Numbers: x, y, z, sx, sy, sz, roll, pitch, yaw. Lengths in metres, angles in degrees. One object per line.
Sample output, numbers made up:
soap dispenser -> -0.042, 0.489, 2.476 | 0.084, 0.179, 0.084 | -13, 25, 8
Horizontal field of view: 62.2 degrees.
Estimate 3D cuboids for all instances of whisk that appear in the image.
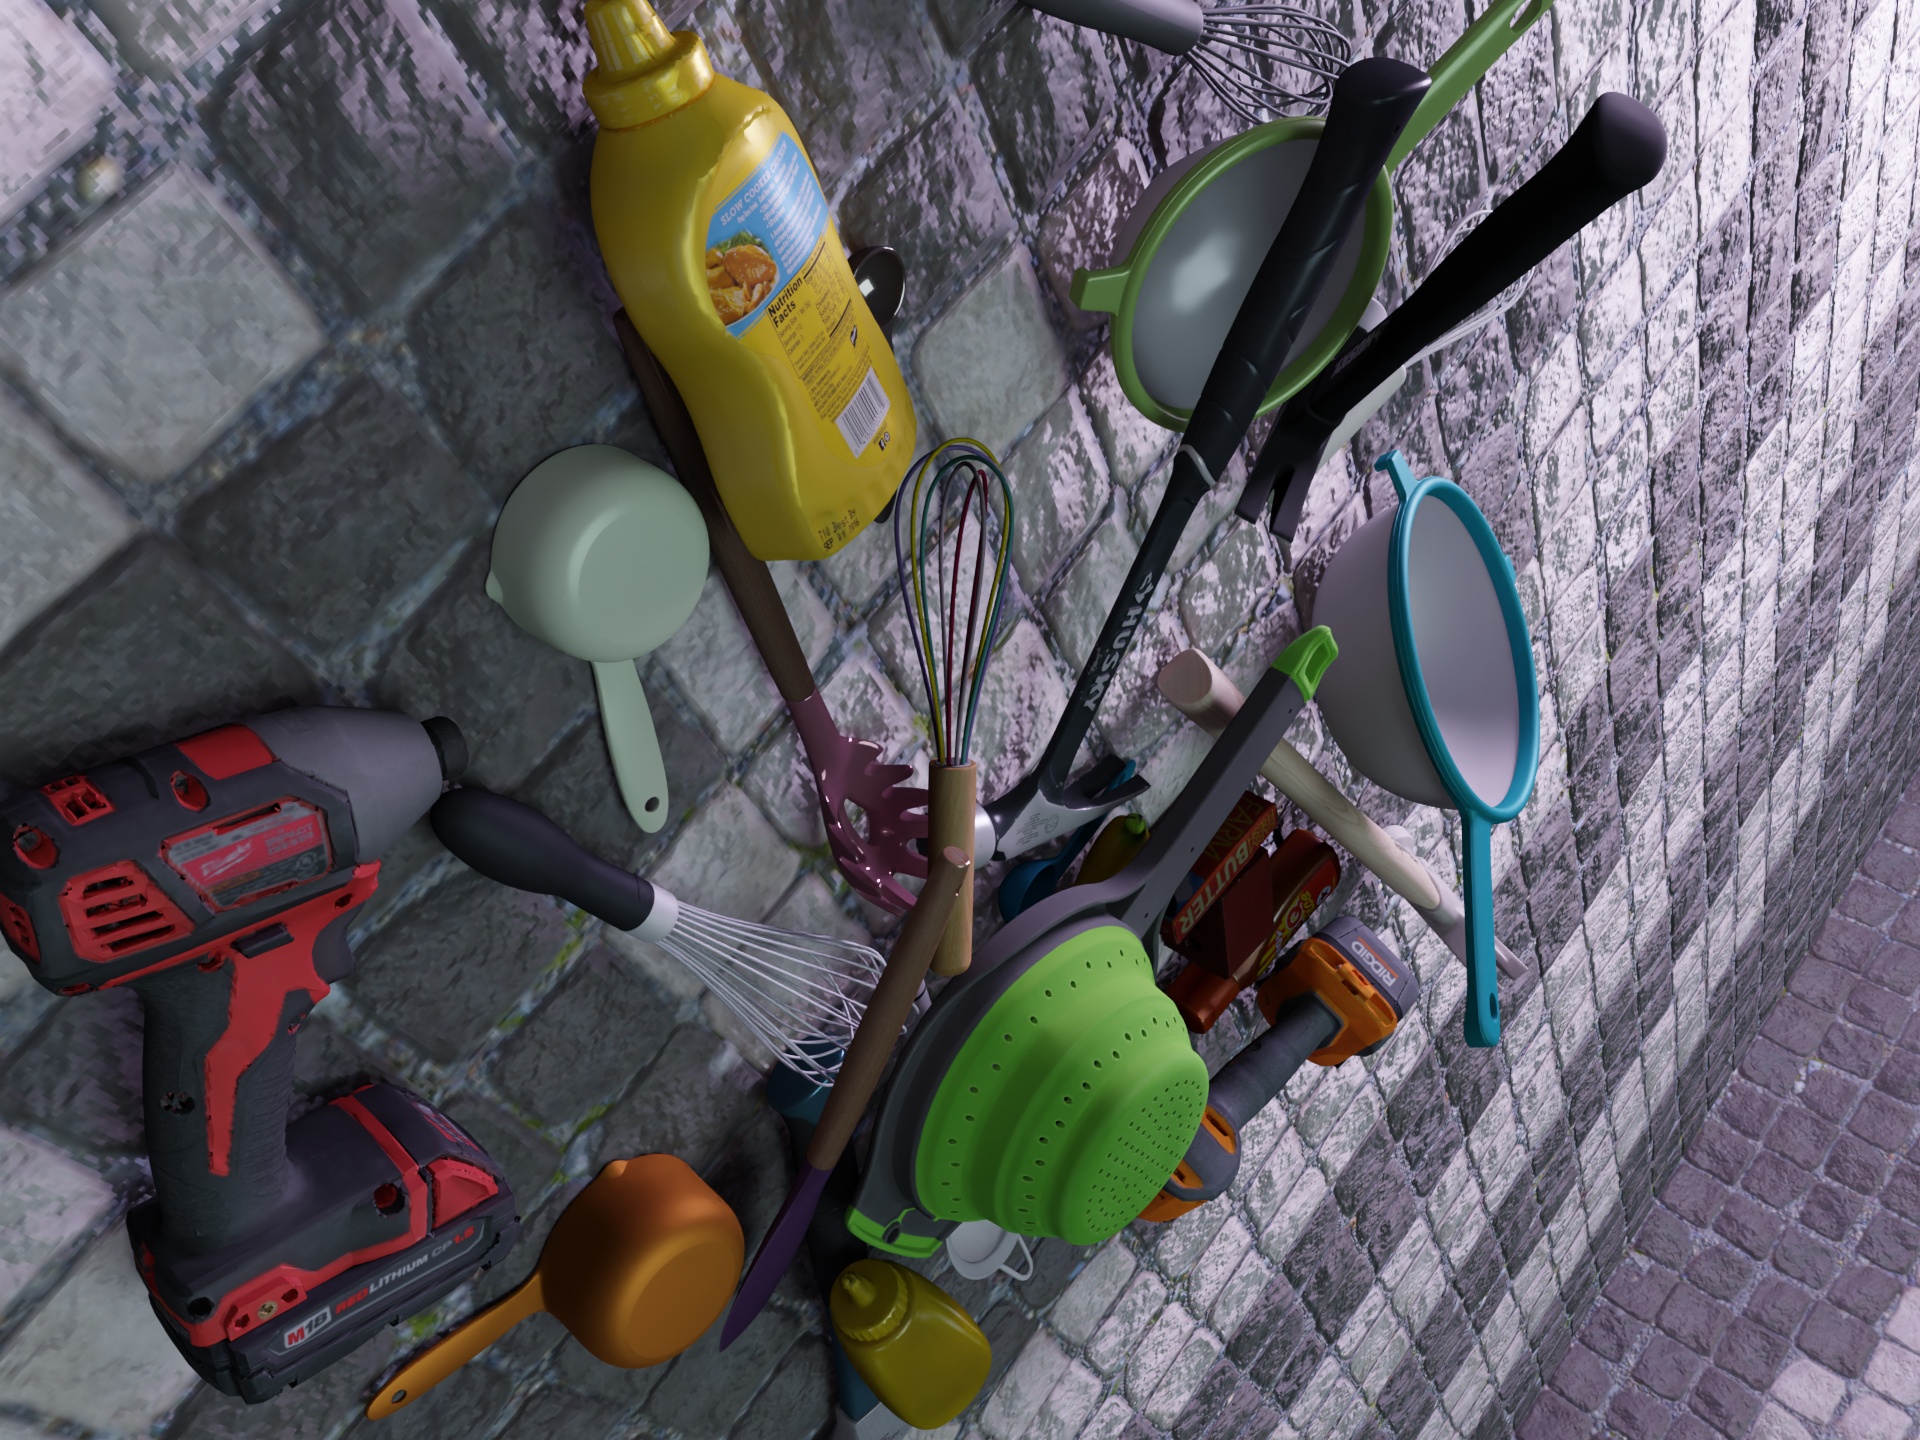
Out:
whisk -> 0.092, -0.297, 0.677 | 0.238, 0.055, 0.055 | -3, 114, -43
whisk -> -0.110, 0.090, 0.668 | 0.070, 0.070, 0.284 | -57, 137, -7
whisk -> 0.001, -0.002, 0.710 | 0.047, 0.051, 0.245 | -27, 122, -62
whisk -> 0.250, -0.208, 0.914 | 0.246, 0.058, 0.059 | -45, 105, -17

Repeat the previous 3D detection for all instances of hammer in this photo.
hammer -> 0.241, 0.064, 1.001 | 0.038, 0.146, 0.410 | -44, 138, 10
hammer -> -0.064, 0.299, 0.858 | 0.128, 0.033, 0.330 | -31, 132, -33
hammer -> 0.208, -0.179, 0.712 | 0.146, 0.035, 0.335 | -64, -176, -9
hammer -> 0.105, -0.100, 0.736 | 0.149, 0.036, 0.408 | -11, 134, -47

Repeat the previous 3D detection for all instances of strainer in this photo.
strainer -> 0.154, -0.249, 0.718 | 0.256, 0.069, 0.151 | -45, 142, 7
strainer -> -0.007, 0.218, 0.872 | 0.087, 0.050, 0.258 | -52, 139, -42
strainer -> 0.270, 0.025, 0.954 | 0.210, 0.095, 0.341 | 24, 62, -47

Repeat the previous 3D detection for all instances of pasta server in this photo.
pasta server -> -0.069, -0.031, 0.653 | 0.060, 0.040, 0.315 | -59, 145, -35

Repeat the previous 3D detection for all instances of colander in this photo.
colander -> 0.106, 0.127, 0.810 | 0.397, 0.095, 0.204 | -54, 146, -7

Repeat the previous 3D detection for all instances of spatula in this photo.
spatula -> -0.056, 0.181, 0.715 | 0.060, 0.018, 0.315 | -34, 152, -57

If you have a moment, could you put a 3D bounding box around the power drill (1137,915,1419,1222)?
power drill -> 0.186, 0.241, 1.051 | 0.226, 0.084, 0.164 | -38, 167, -24

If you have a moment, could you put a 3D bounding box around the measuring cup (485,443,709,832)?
measuring cup -> -0.121, -0.020, 0.595 | 0.083, 0.038, 0.167 | -32, 131, -34

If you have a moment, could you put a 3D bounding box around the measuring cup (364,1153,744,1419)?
measuring cup -> -0.170, 0.264, 0.697 | 0.173, 0.052, 0.095 | -27, 130, -40

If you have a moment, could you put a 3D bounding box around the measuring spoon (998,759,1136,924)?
measuring spoon -> 0.057, 0.063, 0.875 | 0.129, 0.021, 0.042 | -50, 152, -31

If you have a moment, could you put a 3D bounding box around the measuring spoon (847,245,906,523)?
measuring spoon -> -0.038, -0.135, 0.649 | 0.034, 0.018, 0.124 | -39, 144, -37

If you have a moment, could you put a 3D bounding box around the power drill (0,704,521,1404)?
power drill -> -0.220, 0.101, 0.529 | 0.143, 0.079, 0.219 | -25, 126, -39
